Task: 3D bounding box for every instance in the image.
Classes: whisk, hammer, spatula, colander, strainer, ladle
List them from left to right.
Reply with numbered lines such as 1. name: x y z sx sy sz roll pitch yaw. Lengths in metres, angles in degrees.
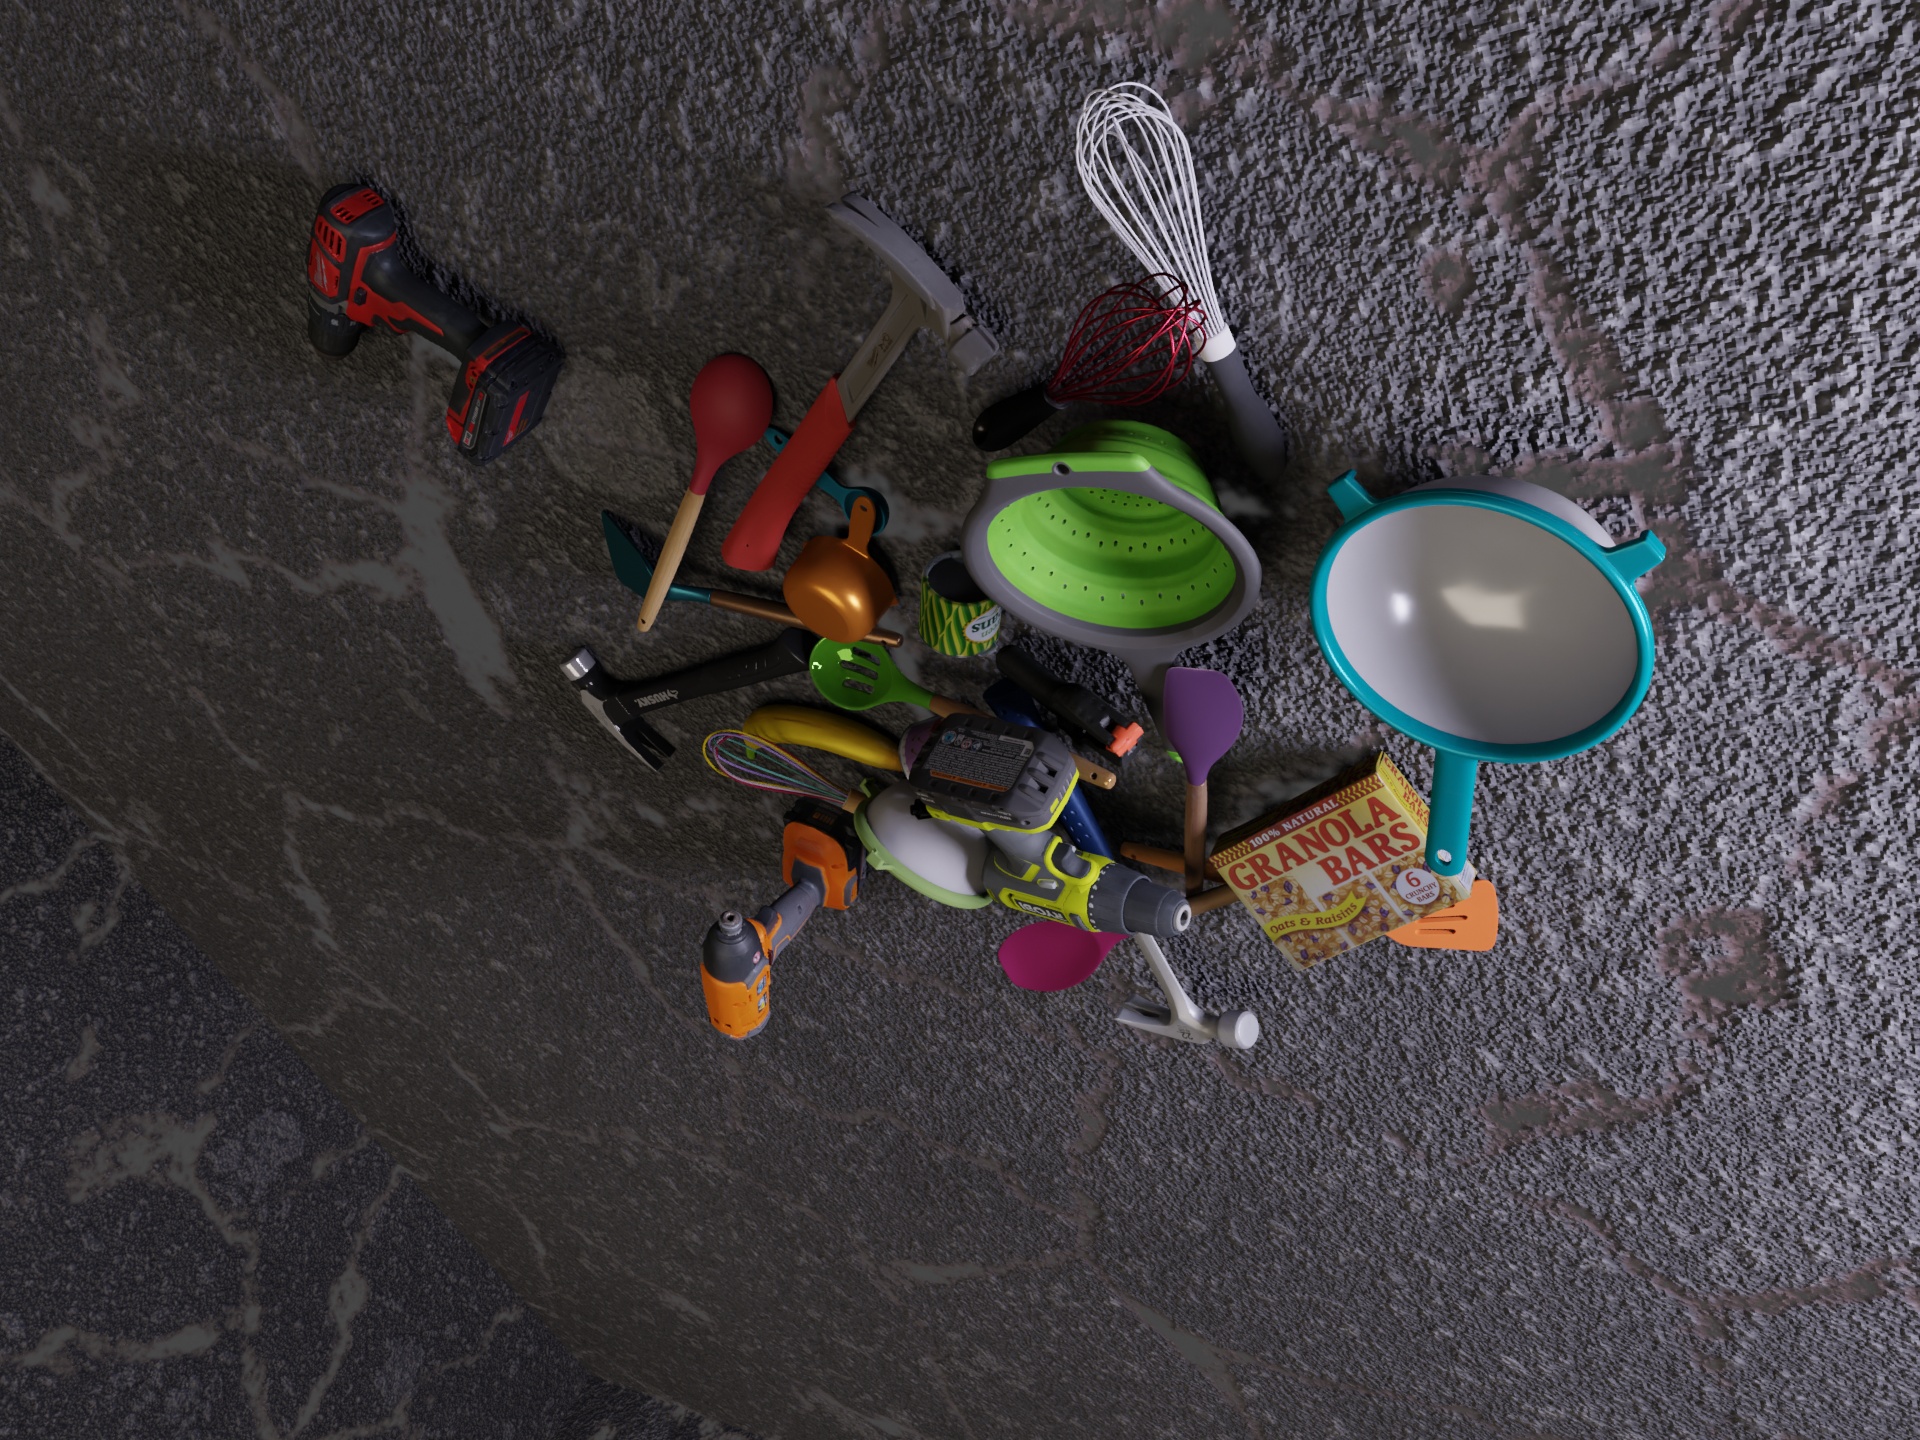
1. ladle: -0.229 -0.178 1.337 0.069 0.031 0.315 34 135 1
2. hammer: -0.247 -0.033 1.533 0.335 0.035 0.146 -12 122 43
3. spatula: -0.192 -0.112 1.415 0.317 0.044 0.082 15 136 18
4. hammer: -0.110 -0.227 1.208 0.149 0.037 0.359 46 140 -1
5. whisk: -0.130 0.067 1.508 0.245 0.047 0.051 24 180 -13
6. strainer: 0.028 0.119 1.456 0.256 0.152 0.069 26 111 -17
7. whisk: 0.073 -0.220 1.035 0.073 0.073 0.296 45 160 -13
8. hammer: 0.125 0.134 1.412 0.144 0.035 0.405 -4 124 46
9. colander: 0.135 -0.097 1.156 0.204 0.095 0.396 1 150 23
10. whisk: 0.147 -0.262 0.989 0.070 0.070 0.284 -3 133 38
11. spatula: 0.190 0.062 1.264 0.060 0.018 0.315 7 143 12
12. spatula: 0.283 0.138 1.335 0.323 0.041 0.081 12 135 32
13. strainer: 0.345 -0.035 1.051 0.211 0.095 0.340 17 141 26

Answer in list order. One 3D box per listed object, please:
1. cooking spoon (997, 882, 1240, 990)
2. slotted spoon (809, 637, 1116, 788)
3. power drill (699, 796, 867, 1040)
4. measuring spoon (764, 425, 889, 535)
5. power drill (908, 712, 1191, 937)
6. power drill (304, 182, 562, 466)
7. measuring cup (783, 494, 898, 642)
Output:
1. cooking spoon: 0.168 0.170 1.369 0.319 0.017 0.068 -24 101 29
2. slotted spoon: -0.002 -0.004 1.337 0.314 0.031 0.070 24 104 32
3. power drill: -0.175 0.181 1.547 0.084 0.227 0.164 22 140 16
4. measuring spoon: -0.105 -0.198 1.275 0.128 0.021 0.042 40 141 8
5. power drill: 0.074 0.098 1.296 0.191 0.080 0.228 12 151 38
6. power drill: -0.465 -0.323 1.357 0.226 0.080 0.188 41 142 -3
7. measuring cup: -0.098 -0.121 1.287 0.095 0.052 0.173 32 156 4
